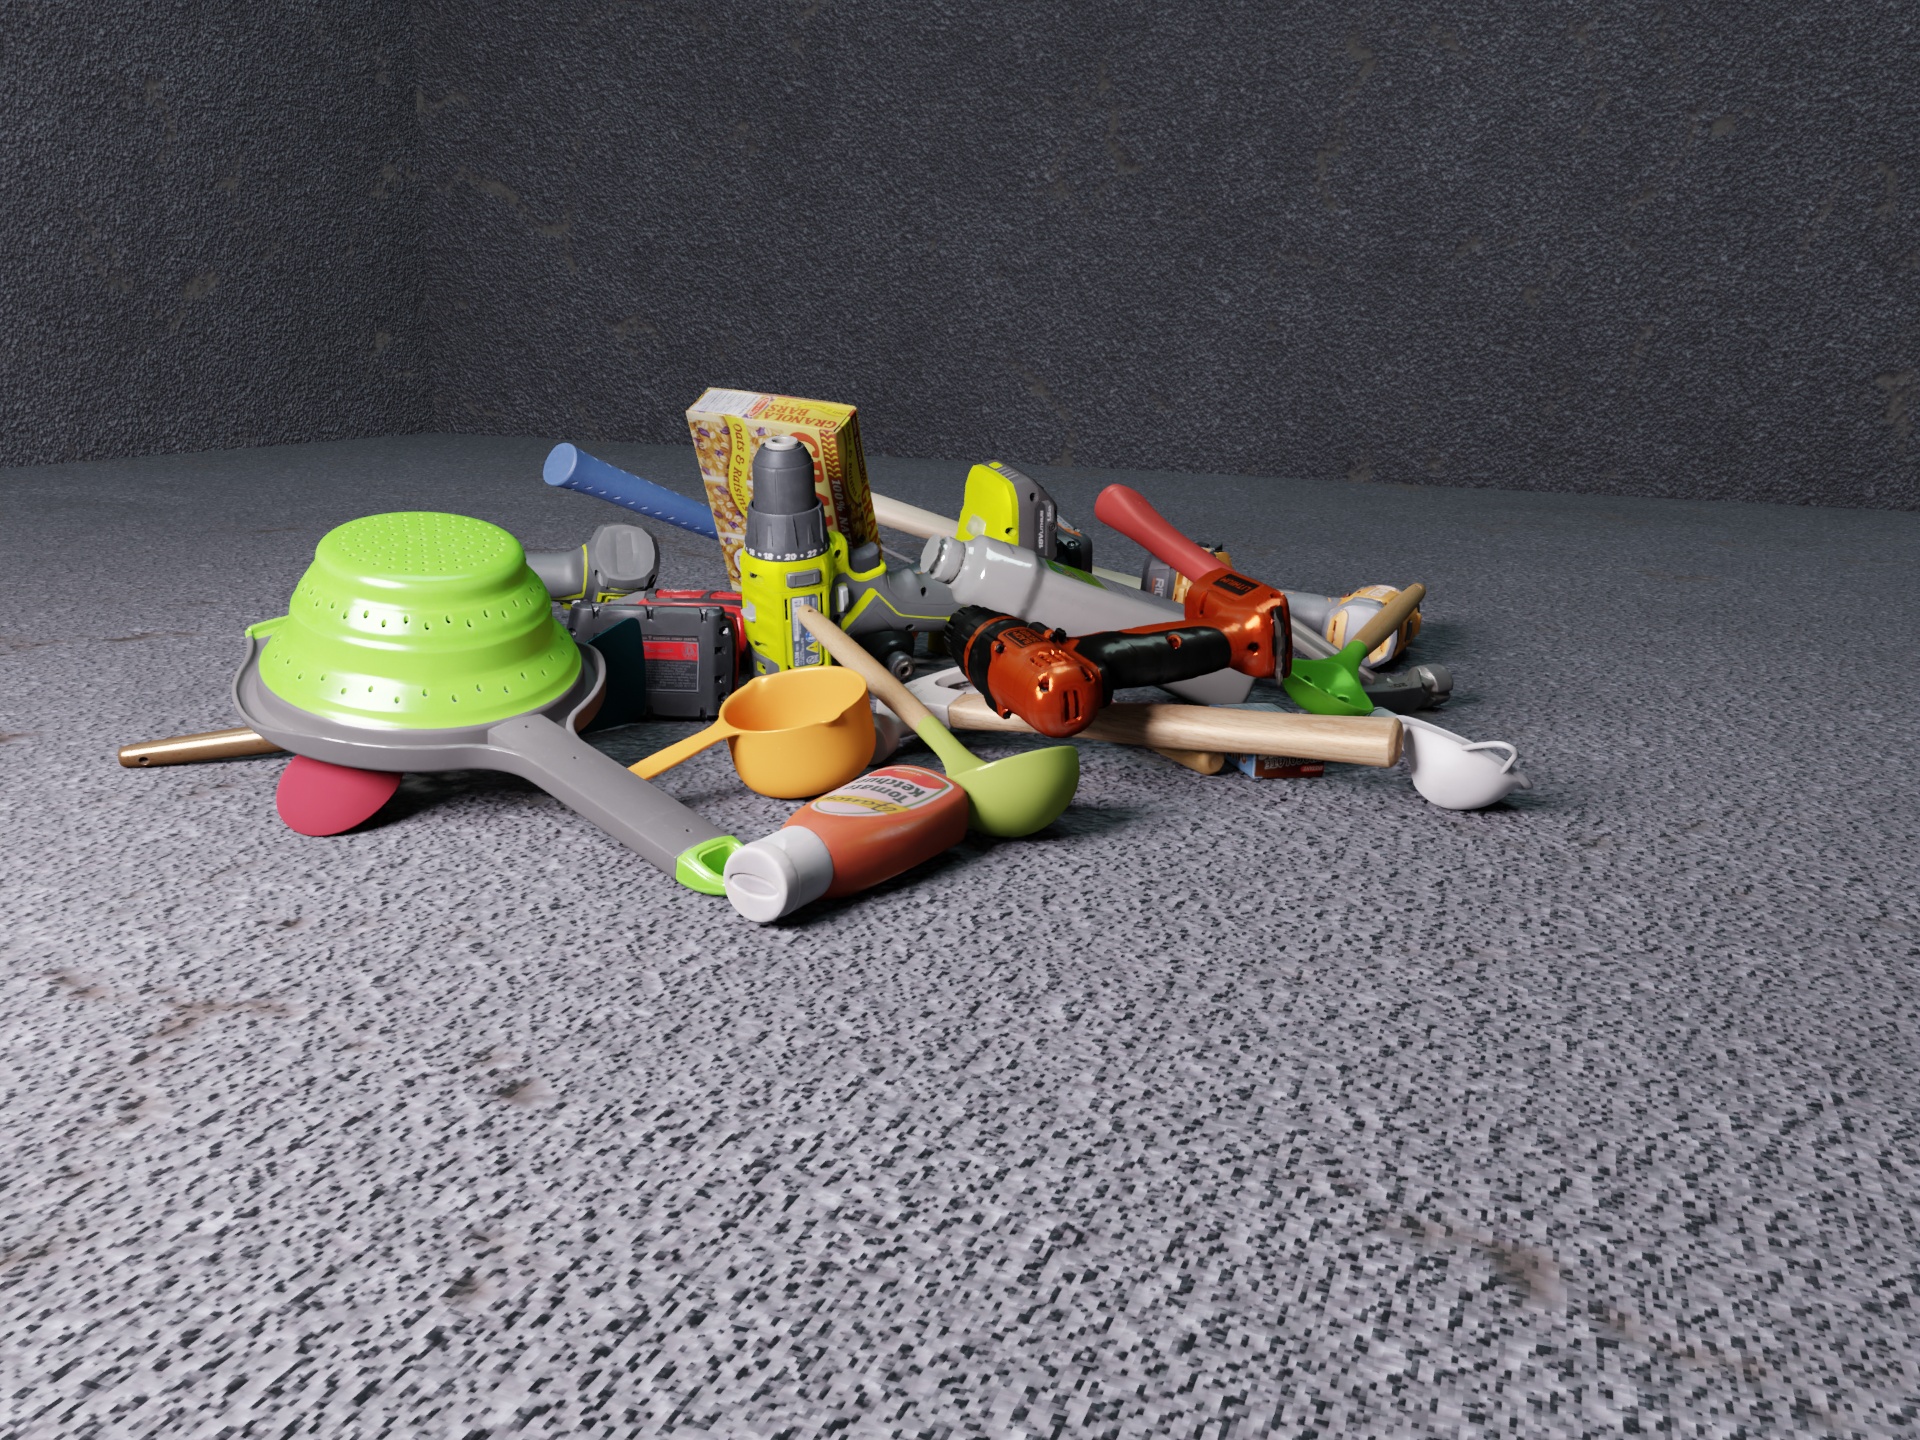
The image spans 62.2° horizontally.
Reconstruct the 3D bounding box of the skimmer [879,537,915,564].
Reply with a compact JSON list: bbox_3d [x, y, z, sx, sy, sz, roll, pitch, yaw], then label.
[{"bbox_3d":[-0.055,-0.125,1.552,0.364,0.090,0.127,28,14,40],"label":"skimmer"}]

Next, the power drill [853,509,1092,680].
[{"bbox_3d":[-0.007,-0.103,1.294,0.226,0.084,0.164,-18,40,-20],"label":"power drill"}]

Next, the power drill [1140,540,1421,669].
[{"bbox_3d":[0.289,-0.102,1.397,0.226,0.084,0.185,12,17,24],"label":"power drill"}]

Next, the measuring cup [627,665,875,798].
[{"bbox_3d":[-0.127,0.026,0.917,0.173,0.052,0.095,-27,29,-27],"label":"measuring cup"}]

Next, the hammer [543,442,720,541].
[{"bbox_3d":[-0.173,-0.149,1.350,0.144,0.035,0.405,12,-5,45],"label":"hammer"}]

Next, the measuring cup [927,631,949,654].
[{"bbox_3d":[0.049,-0.073,1.347,0.156,0.029,0.062,1,14,10],"label":"measuring cup"}]

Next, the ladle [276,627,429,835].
[{"bbox_3d":[-0.339,-0.028,0.967,0.069,0.031,0.316,-5,29,1],"label":"ladle"}]

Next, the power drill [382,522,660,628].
[{"bbox_3d":[-0.370,-0.109,1.312,0.223,0.080,0.171,-1,-14,-19],"label":"power drill"}]

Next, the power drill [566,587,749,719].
[{"bbox_3d":[-0.224,-0.059,1.186,0.143,0.078,0.220,2,11,-3],"label":"power drill"}]

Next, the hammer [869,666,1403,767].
[{"bbox_3d":[0.103,0.001,0.980,0.331,0.031,0.130,4,23,25],"label":"hammer"}]

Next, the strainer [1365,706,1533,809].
[{"bbox_3d":[0.289,0.017,0.994,0.087,0.050,0.258,30,7,-4],"label":"strainer"}]

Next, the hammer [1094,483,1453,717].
[{"bbox_3d":[0.213,-0.100,1.258,0.149,0.036,0.359,-7,34,-33],"label":"hammer"}]

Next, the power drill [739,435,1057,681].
[{"bbox_3d":[-0.048,-0.118,1.138,0.228,0.190,0.080,-12,29,-24],"label":"power drill"}]

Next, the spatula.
[{"bbox_3d":[-0.355,-0.004,1.002,0.317,0.082,0.044,-8,38,-16],"label":"spatula"}]

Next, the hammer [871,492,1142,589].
[{"bbox_3d":[0.013,-0.170,1.534,0.411,0.038,0.146,20,17,16],"label":"hammer"}]

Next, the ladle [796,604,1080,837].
[{"bbox_3d":[-0.031,-0.018,0.955,0.078,0.062,0.320,-11,30,-26],"label":"ladle"}]

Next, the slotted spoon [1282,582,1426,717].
[{"bbox_3d":[0.295,-0.056,1.149,0.070,0.031,0.314,32,30,16],"label":"slotted spoon"}]

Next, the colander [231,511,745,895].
[{"bbox_3d":[-0.243,-0.027,0.855,0.397,0.094,0.204,27,32,33],"label":"colander"}]

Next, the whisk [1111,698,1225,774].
[{"bbox_3d":[0.095,-0.010,1.082,0.051,0.047,0.245,-5,19,-30],"label":"whisk"}]
